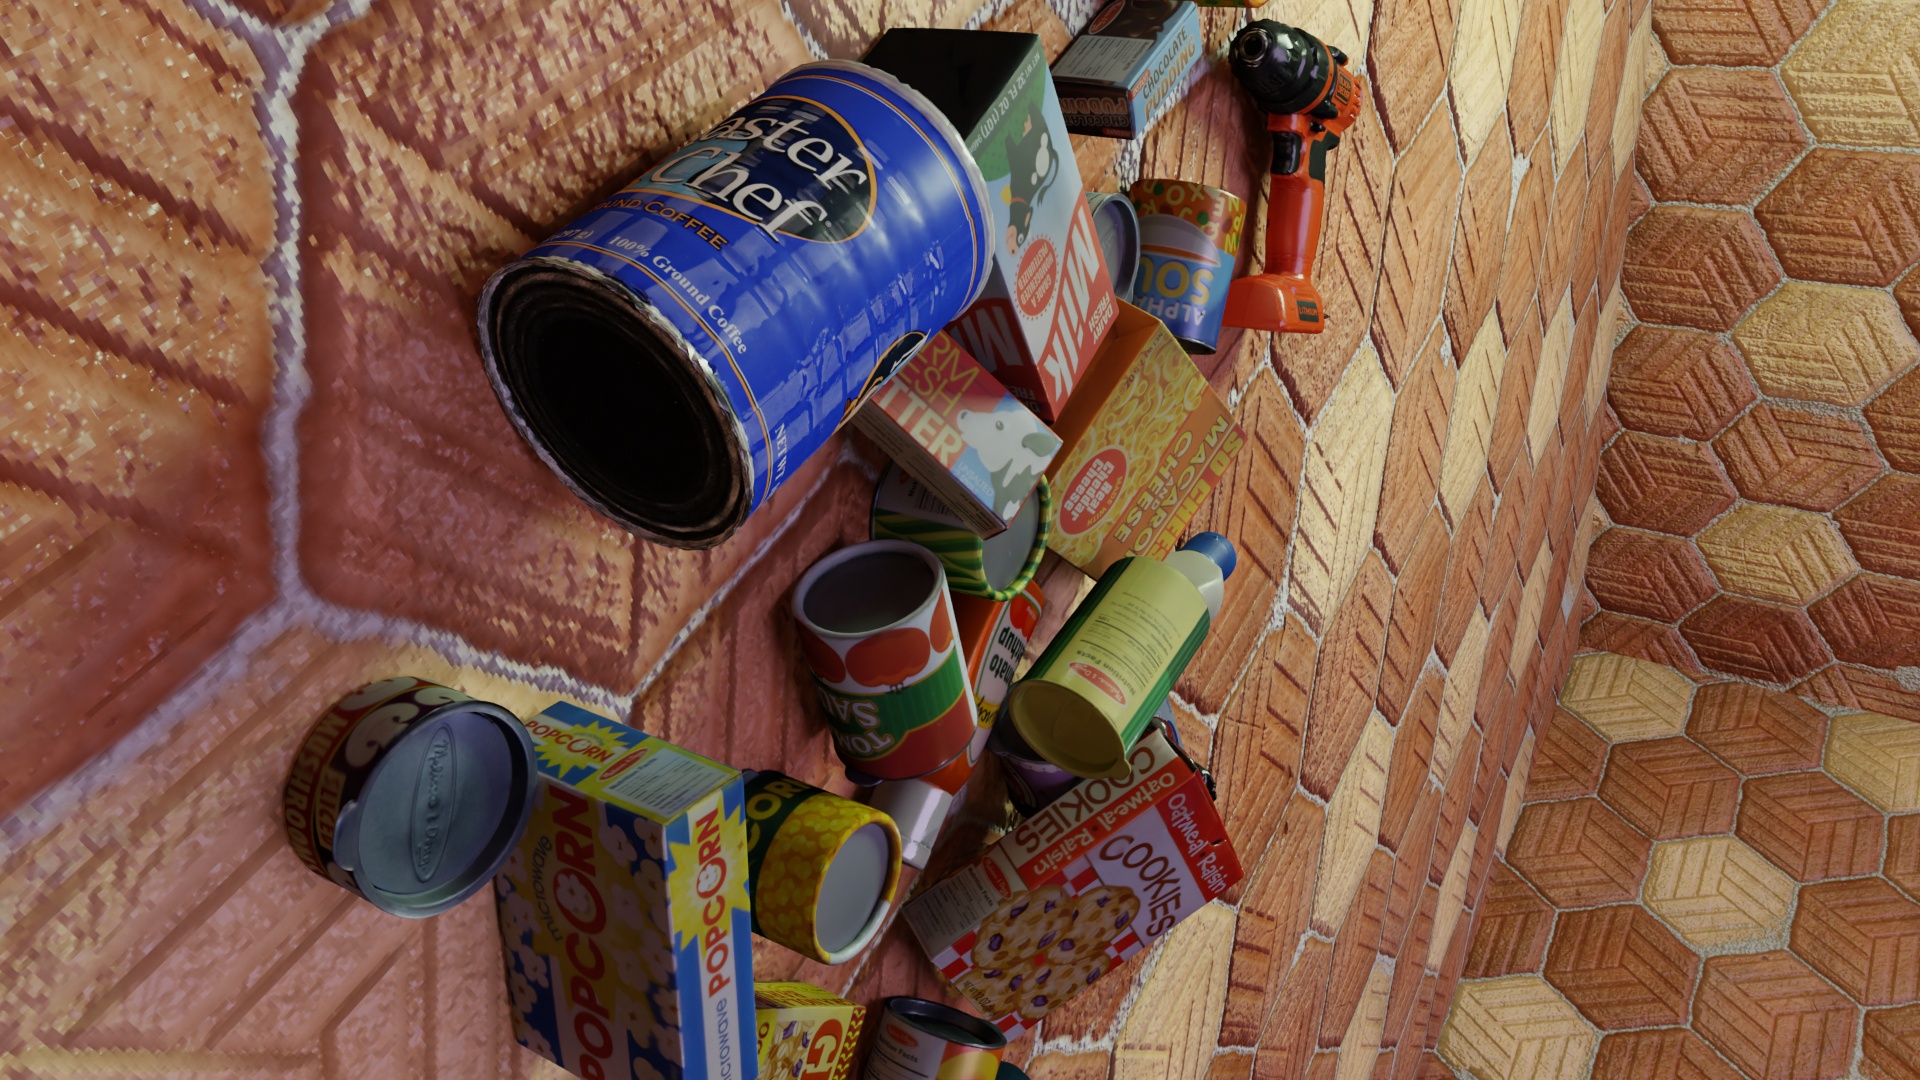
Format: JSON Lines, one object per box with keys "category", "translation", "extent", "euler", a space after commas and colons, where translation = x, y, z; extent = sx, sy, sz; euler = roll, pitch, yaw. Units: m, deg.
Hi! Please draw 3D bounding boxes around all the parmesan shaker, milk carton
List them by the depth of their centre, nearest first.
{"category": "milk carton", "translation": [0.012, -0.116, 0.597], "extent": [0.072, 0.073, 0.189], "euler": [-60, 147, -26]}
{"category": "parmesan shaker", "translation": [0.081, 0.066, 0.722], "extent": [0.103, 0.071, 0.071], "euler": [-48, 140, -37]}

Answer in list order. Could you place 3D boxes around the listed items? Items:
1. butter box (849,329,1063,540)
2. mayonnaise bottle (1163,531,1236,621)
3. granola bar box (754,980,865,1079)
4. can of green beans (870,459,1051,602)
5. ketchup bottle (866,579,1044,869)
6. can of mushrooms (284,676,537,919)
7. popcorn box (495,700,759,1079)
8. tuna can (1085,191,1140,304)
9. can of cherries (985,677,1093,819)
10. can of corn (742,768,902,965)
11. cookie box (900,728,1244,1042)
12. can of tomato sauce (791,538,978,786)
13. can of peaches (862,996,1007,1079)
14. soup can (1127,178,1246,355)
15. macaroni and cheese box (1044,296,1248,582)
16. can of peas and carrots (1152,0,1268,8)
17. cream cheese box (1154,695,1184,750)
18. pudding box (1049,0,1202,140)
{"category": "butter box", "translation": [-0.010, -0.053, 0.578], "extent": [0.103, 0.024, 0.053], "euler": [42, 59, -13]}
{"category": "mayonnaise bottle", "translation": [0.134, 0.036, 0.878], "extent": [0.149, 0.065, 0.041], "euler": [-36, 134, -53]}
{"category": "granola bar box", "translation": [-0.110, 0.271, 0.581], "extent": [0.124, 0.039, 0.165], "euler": [32, 74, -58]}
{"category": "can of green beans", "translation": [0.002, -0.009, 0.637], "extent": [0.071, 0.058, 0.071], "euler": [-31, 128, -51]}
{"category": "ketchup bottle", "translation": [-0.006, 0.083, 0.676], "extent": [0.149, 0.043, 0.064], "euler": [-66, 156, -16]}
{"category": "can of mushrooms", "translation": [-0.165, 0.076, 0.416], "extent": [0.071, 0.033, 0.070], "euler": [-32, 129, -50]}
{"category": "popcorn box", "translation": [-0.114, 0.128, 0.470], "extent": [0.038, 0.085, 0.126], "euler": [-28, 126, -51]}
{"category": "tuna can", "translation": [0.064, -0.144, 0.713], "extent": [0.071, 0.033, 0.070], "euler": [-31, 127, -51]}
{"category": "can of cherries", "translation": [0.051, 0.116, 0.767], "extent": [0.072, 0.071, 0.058], "euler": [-52, 143, -36]}
{"category": "can of corn", "translation": [-0.066, 0.134, 0.581], "extent": [0.071, 0.058, 0.071], "euler": [-31, 128, -51]}
{"category": "cookie box", "translation": [0.067, 0.191, 0.757], "extent": [0.167, 0.040, 0.122], "euler": [-34, 136, -4]}
{"category": "can of tomato sauce", "translation": [-0.033, 0.052, 0.597], "extent": [0.071, 0.071, 0.082], "euler": [-48, 139, -39]}
{"category": "can of peaches", "translation": [-0.014, 0.276, 0.716], "extent": [0.071, 0.071, 0.058], "euler": [28, 78, -59]}
{"category": "soup can", "translation": [0.116, -0.150, 0.764], "extent": [0.071, 0.071, 0.083], "euler": [8, 94, -60]}
{"category": "macaroni and cheese box", "translation": [0.086, -0.043, 0.751], "extent": [0.123, 0.040, 0.166], "euler": [-55, 149, 1]}
{"category": "can of peas and carrots", "translation": [0.135, -0.317, 0.737], "extent": [0.071, 0.059, 0.070], "euler": [-31, 128, -51]}
{"category": "cream cheese box", "translation": [0.128, 0.145, 0.946], "extent": [0.053, 0.024, 0.103], "euler": [-57, 144, -28]}
{"category": "pudding box", "translation": [0.081, -0.235, 0.688], "extent": [0.084, 0.050, 0.030], "euler": [-56, 146, -32]}
